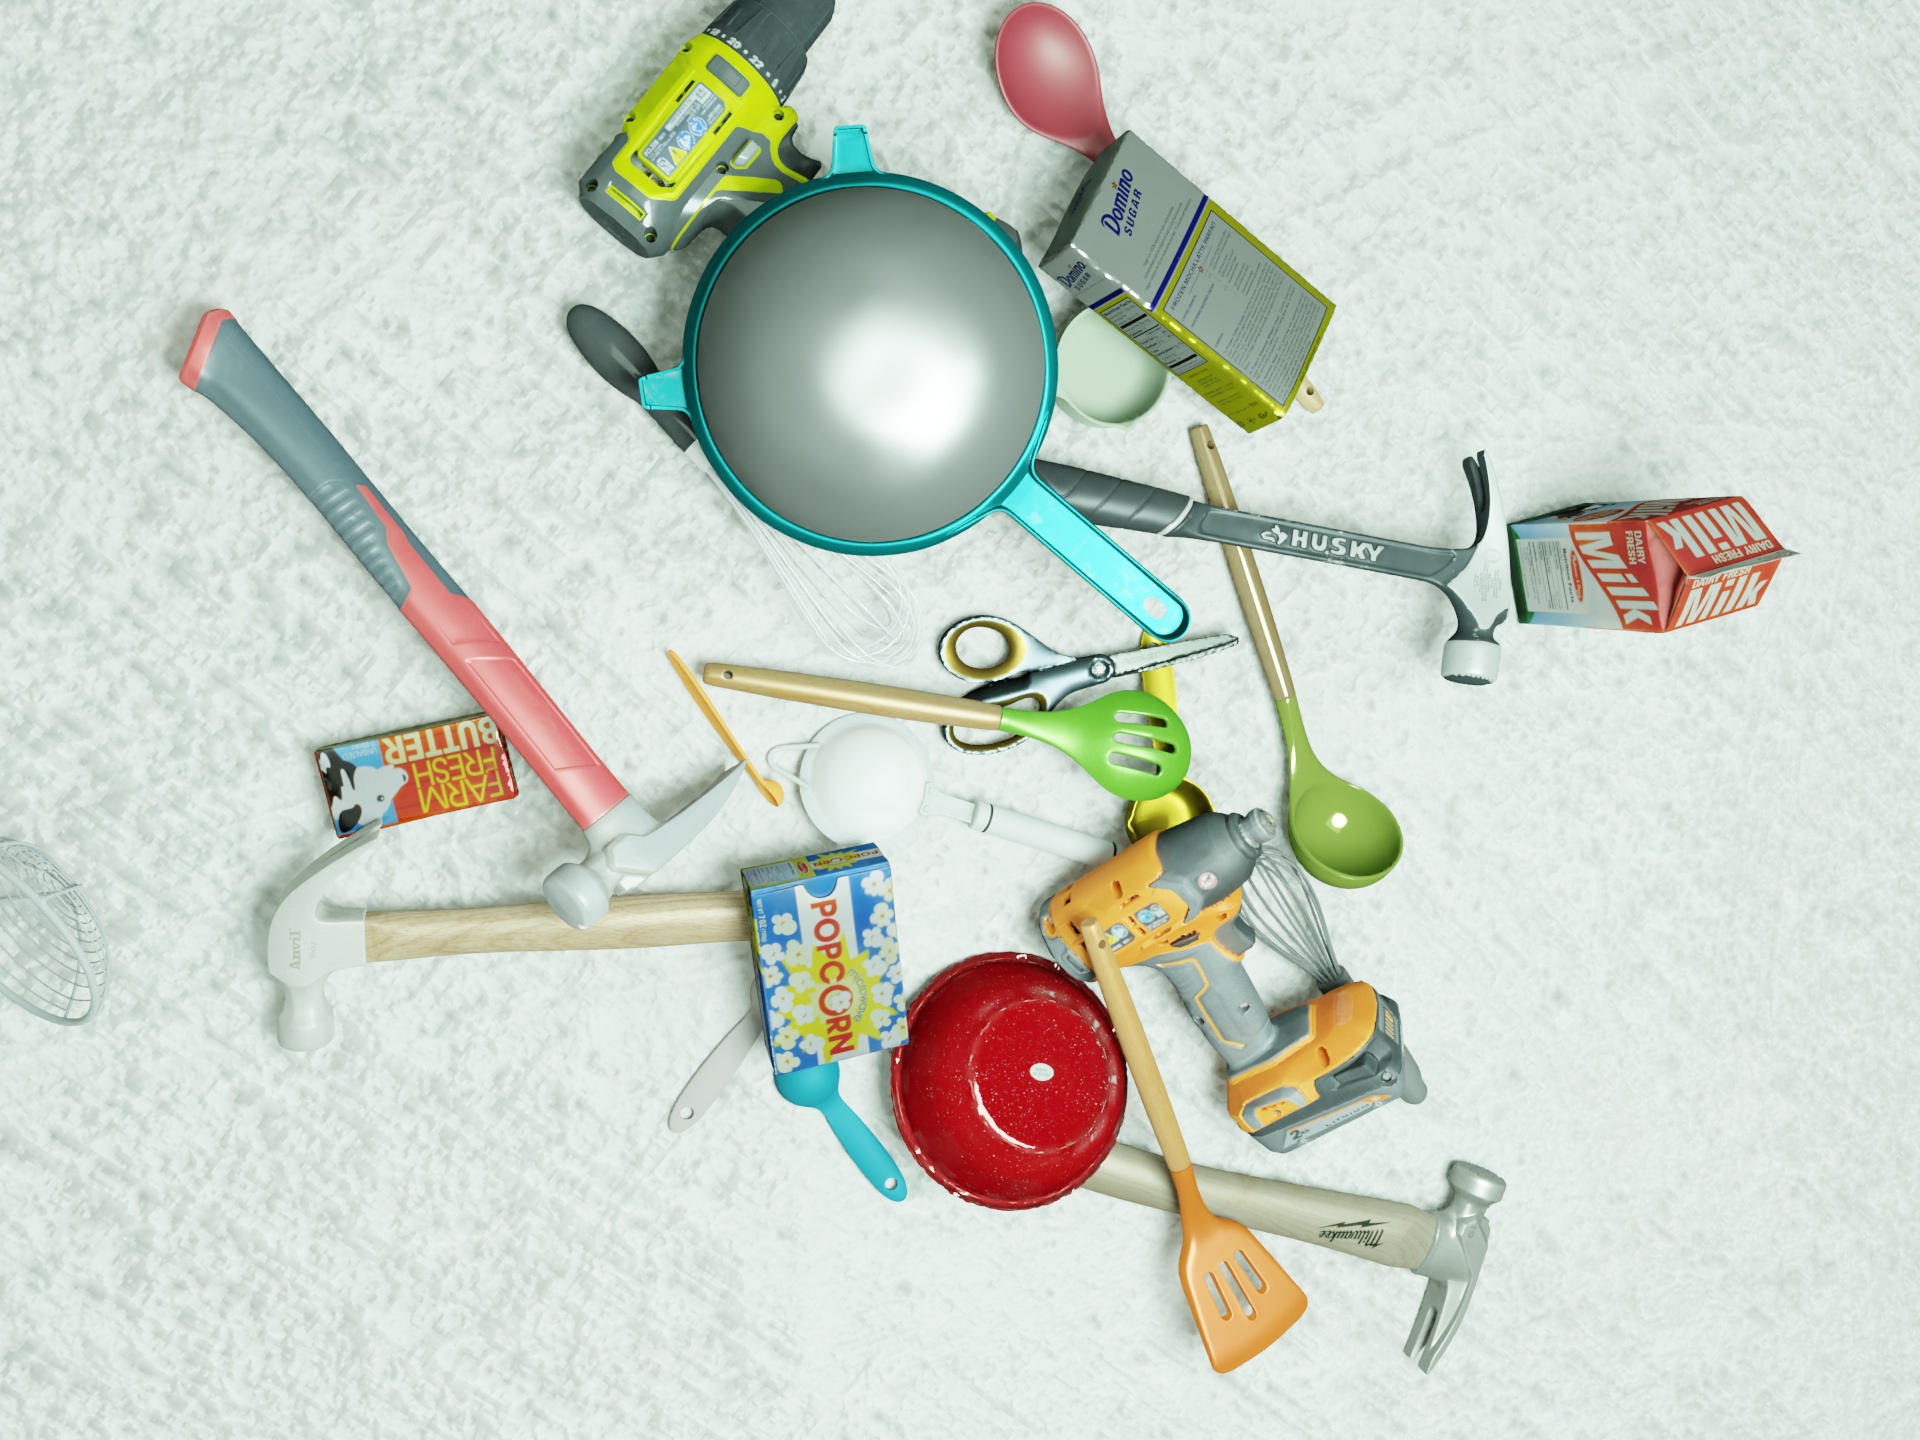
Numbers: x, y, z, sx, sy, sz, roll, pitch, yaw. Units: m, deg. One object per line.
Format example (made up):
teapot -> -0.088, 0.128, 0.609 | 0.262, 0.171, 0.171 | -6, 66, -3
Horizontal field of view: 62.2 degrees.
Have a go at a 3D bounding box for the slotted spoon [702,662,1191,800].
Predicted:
slotted spoon -> -0.002, -0.003, 0.978 | 0.313, 0.031, 0.070 | 9, 80, -11

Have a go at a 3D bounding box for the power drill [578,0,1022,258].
power drill -> -0.077, -0.304, 0.923 | 0.228, 0.080, 0.190 | 39, 86, -12

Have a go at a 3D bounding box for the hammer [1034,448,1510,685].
hammer -> 0.156, -0.130, 0.999 | 0.409, 0.036, 0.149 | 10, 84, -9

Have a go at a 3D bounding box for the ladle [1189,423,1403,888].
ladle -> 0.212, -0.041, 1.036 | 0.078, 0.062, 0.320 | -23, 98, -28

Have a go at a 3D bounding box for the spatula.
spatula -> 0.137, 0.264, 1.003 | 0.081, 0.041, 0.322 | -29, 110, -20

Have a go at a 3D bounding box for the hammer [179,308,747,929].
hammer -> -0.284, -0.073, 0.897 | 0.386, 0.038, 0.143 | 52, 53, -7

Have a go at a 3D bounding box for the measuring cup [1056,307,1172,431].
measuring cup -> 0.048, -0.208, 0.986 | 0.167, 0.038, 0.083 | -16, 99, -11

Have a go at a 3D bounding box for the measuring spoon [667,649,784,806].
measuring spoon -> -0.141, 0.004, 0.964 | 0.011, 0.021, 0.117 | -39, 104, -22

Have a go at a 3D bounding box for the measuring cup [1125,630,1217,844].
measuring cup -> 0.130, 0.016, 1.040 | 0.062, 0.029, 0.156 | -4, 85, -12

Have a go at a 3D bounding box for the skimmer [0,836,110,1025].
skimmer -> -0.628, 0.124, 0.809 | 0.363, 0.090, 0.127 | -7, 129, -12

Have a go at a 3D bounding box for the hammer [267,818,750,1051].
hammer -> -0.229, 0.118, 0.938 | 0.331, 0.031, 0.130 | -1, 109, -18

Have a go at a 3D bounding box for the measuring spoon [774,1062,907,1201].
measuring spoon -> -0.070, 0.258, 1.005 | 0.042, 0.021, 0.128 | -37, 102, -9

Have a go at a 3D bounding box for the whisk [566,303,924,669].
whisk -> -0.127, -0.136, 0.937 | 0.070, 0.070, 0.284 | -46, 100, -7

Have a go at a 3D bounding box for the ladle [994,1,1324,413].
ladle -> 0.131, -0.313, 1.003 | 0.069, 0.031, 0.315 | -47, 106, -9

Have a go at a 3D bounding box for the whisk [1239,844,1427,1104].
whisk -> 0.252, 0.175, 1.073 | 0.055, 0.055, 0.238 | -40, 107, -8

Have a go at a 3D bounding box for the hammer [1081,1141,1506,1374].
hammer -> 0.173, 0.329, 1.071 | 0.410, 0.038, 0.146 | 18, 92, -15

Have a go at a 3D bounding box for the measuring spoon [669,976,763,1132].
measuring spoon -> -0.140, 0.206, 0.984 | 0.034, 0.018, 0.124 | 38, 86, -15

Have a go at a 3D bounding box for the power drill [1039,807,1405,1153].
power drill -> 0.181, 0.157, 1.002 | 0.164, 0.084, 0.226 | -37, 107, 29

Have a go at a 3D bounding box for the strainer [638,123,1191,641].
strainer -> 0.002, -0.149, 0.865 | 0.340, 0.095, 0.211 | 39, 98, -10

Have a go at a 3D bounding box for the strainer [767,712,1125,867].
strainer -> 0.006, 0.056, 1.000 | 0.258, 0.050, 0.087 | 18, 76, -19
